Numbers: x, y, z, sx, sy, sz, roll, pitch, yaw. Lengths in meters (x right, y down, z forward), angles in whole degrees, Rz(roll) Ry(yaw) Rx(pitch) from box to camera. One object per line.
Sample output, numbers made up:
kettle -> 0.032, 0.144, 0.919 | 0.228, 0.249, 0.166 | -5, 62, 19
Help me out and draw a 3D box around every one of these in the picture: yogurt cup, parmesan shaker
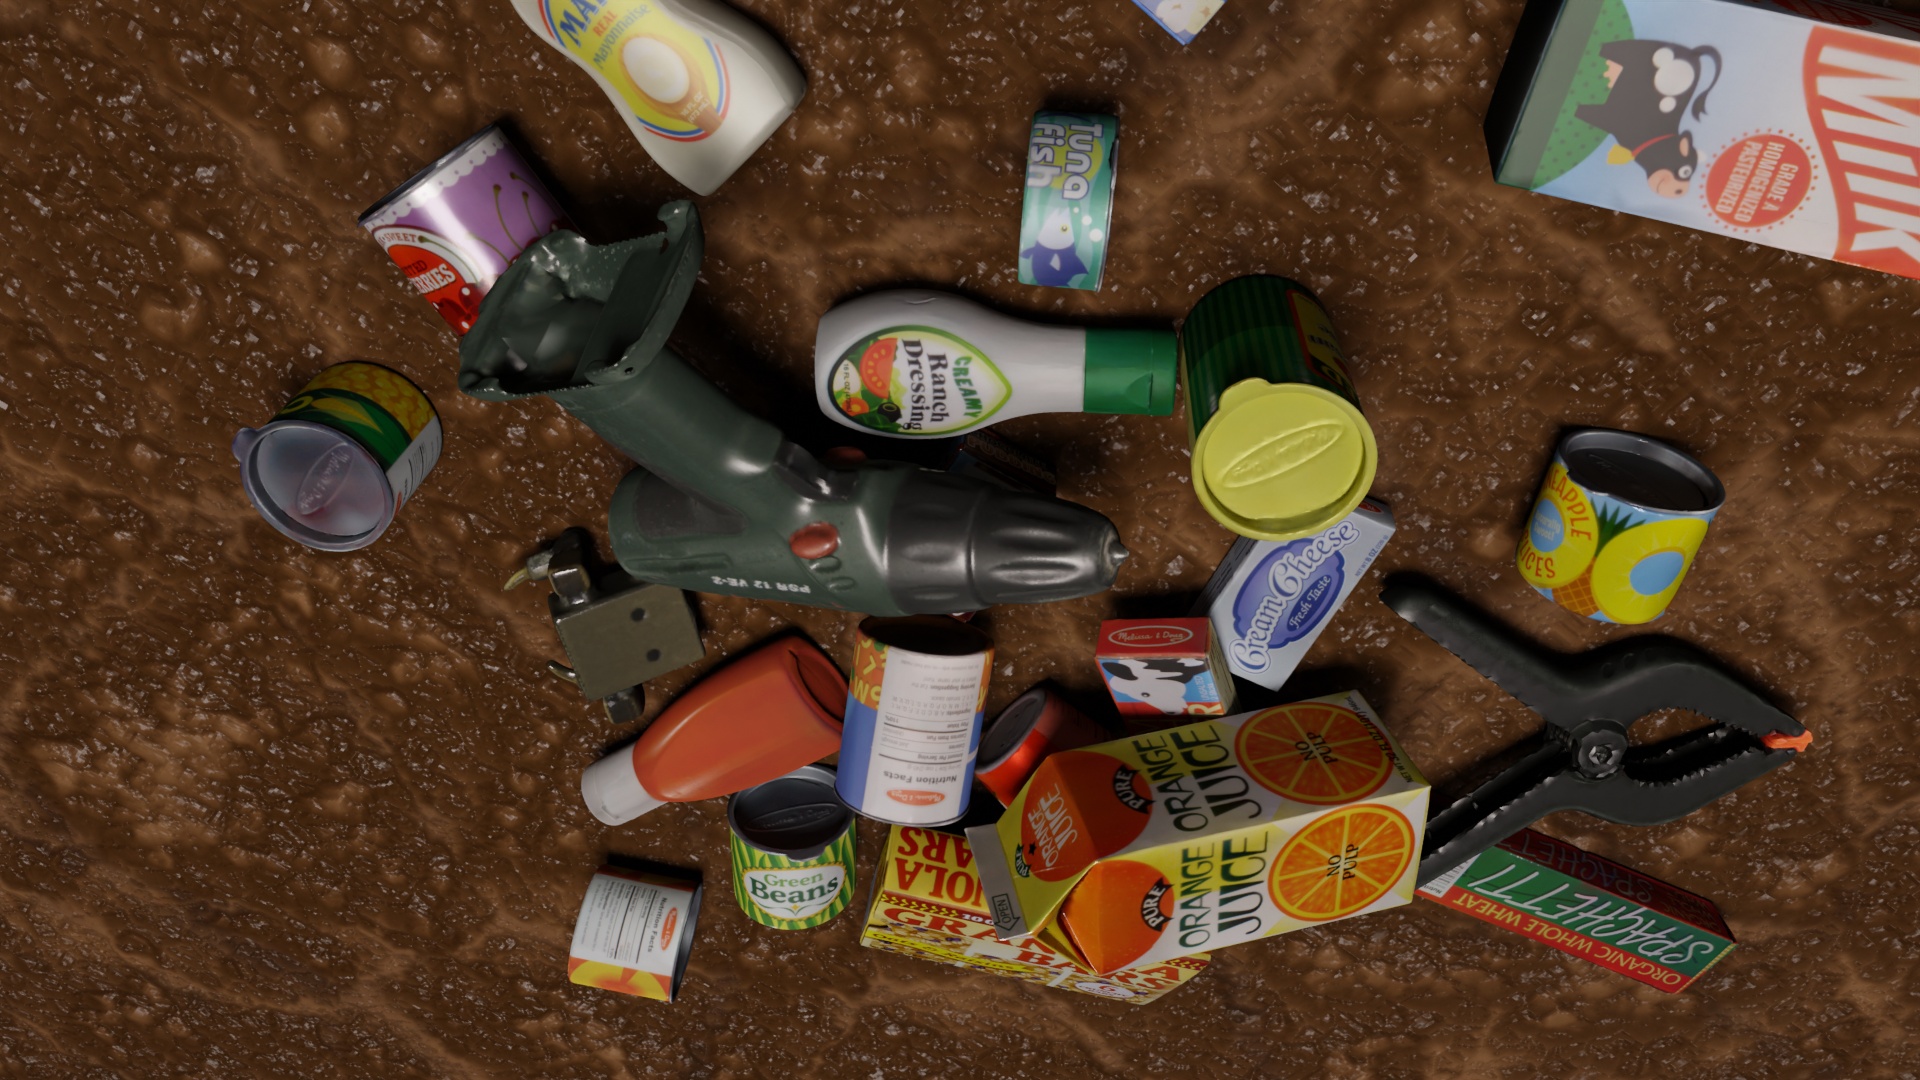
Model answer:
yogurt cup -> 0.043, 0.110, 0.685 | 0.054, 0.073, 0.072 | 42, 118, -11
parmesan shaker -> 0.120, -0.057, 0.544 | 0.071, 0.103, 0.071 | 2, 123, 4

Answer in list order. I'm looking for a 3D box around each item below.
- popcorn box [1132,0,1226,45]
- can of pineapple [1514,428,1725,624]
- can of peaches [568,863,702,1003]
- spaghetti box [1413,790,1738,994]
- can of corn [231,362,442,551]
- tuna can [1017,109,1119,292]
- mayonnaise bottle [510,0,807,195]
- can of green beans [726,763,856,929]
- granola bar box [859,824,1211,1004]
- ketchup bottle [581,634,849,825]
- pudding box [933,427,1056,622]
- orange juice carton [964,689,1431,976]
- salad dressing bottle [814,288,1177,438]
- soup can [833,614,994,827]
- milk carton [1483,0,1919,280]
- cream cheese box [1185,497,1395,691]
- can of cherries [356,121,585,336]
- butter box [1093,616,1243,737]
popcorn box -> 0.086, -0.245, 0.466 | 0.085, 0.038, 0.126 | 36, 119, -15
can of pineapple -> 0.273, -0.006, 0.584 | 0.071, 0.071, 0.057 | 8, 123, 0
can of peaches -> -0.180, 0.219, 0.775 | 0.058, 0.071, 0.071 | 12, 123, -2
spaghetti box -> 0.281, 0.173, 0.722 | 0.250, 0.029, 0.050 | 22, 122, -9
can of corn -> -0.277, -0.040, 0.621 | 0.071, 0.058, 0.070 | 3, 123, 4
tuna can -> 0.041, -0.130, 0.526 | 0.033, 0.071, 0.070 | 6, 123, 2
mayonnaise bottle -> -0.130, -0.200, 0.513 | 0.064, 0.041, 0.148 | -37, 113, 27
can of green beans -> -0.087, 0.160, 0.726 | 0.071, 0.071, 0.057 | 4, 123, 3
granola bar box -> 0.035, 0.199, 0.726 | 0.166, 0.039, 0.123 | 13, 151, -3
ketchup bottle -> -0.127, 0.103, 0.707 | 0.148, 0.044, 0.064 | -27, 120, 21
pudding box -> 0.002, -0.008, 0.631 | 0.049, 0.030, 0.083 | 26, 121, -13
orange juice carton -> 0.102, 0.132, 0.621 | 0.193, 0.072, 0.072 | -10, 123, -9
salad dressing bottle -> 0.015, -0.073, 0.580 | 0.148, 0.044, 0.064 | 2, 126, 4
soup can -> -0.023, 0.082, 0.660 | 0.071, 0.071, 0.083 | 9, 103, 0
milk carton -> 0.287, -0.144, 0.474 | 0.191, 0.073, 0.073 | 15, 123, 7
cream cheese box -> 0.148, 0.018, 0.638 | 0.053, 0.024, 0.103 | 22, 122, -7
can of cherries -> -0.195, -0.122, 0.553 | 0.071, 0.072, 0.058 | -25, 118, 20
butter box -> 0.103, 0.076, 0.659 | 0.053, 0.024, 0.103 | -3, 139, 23
